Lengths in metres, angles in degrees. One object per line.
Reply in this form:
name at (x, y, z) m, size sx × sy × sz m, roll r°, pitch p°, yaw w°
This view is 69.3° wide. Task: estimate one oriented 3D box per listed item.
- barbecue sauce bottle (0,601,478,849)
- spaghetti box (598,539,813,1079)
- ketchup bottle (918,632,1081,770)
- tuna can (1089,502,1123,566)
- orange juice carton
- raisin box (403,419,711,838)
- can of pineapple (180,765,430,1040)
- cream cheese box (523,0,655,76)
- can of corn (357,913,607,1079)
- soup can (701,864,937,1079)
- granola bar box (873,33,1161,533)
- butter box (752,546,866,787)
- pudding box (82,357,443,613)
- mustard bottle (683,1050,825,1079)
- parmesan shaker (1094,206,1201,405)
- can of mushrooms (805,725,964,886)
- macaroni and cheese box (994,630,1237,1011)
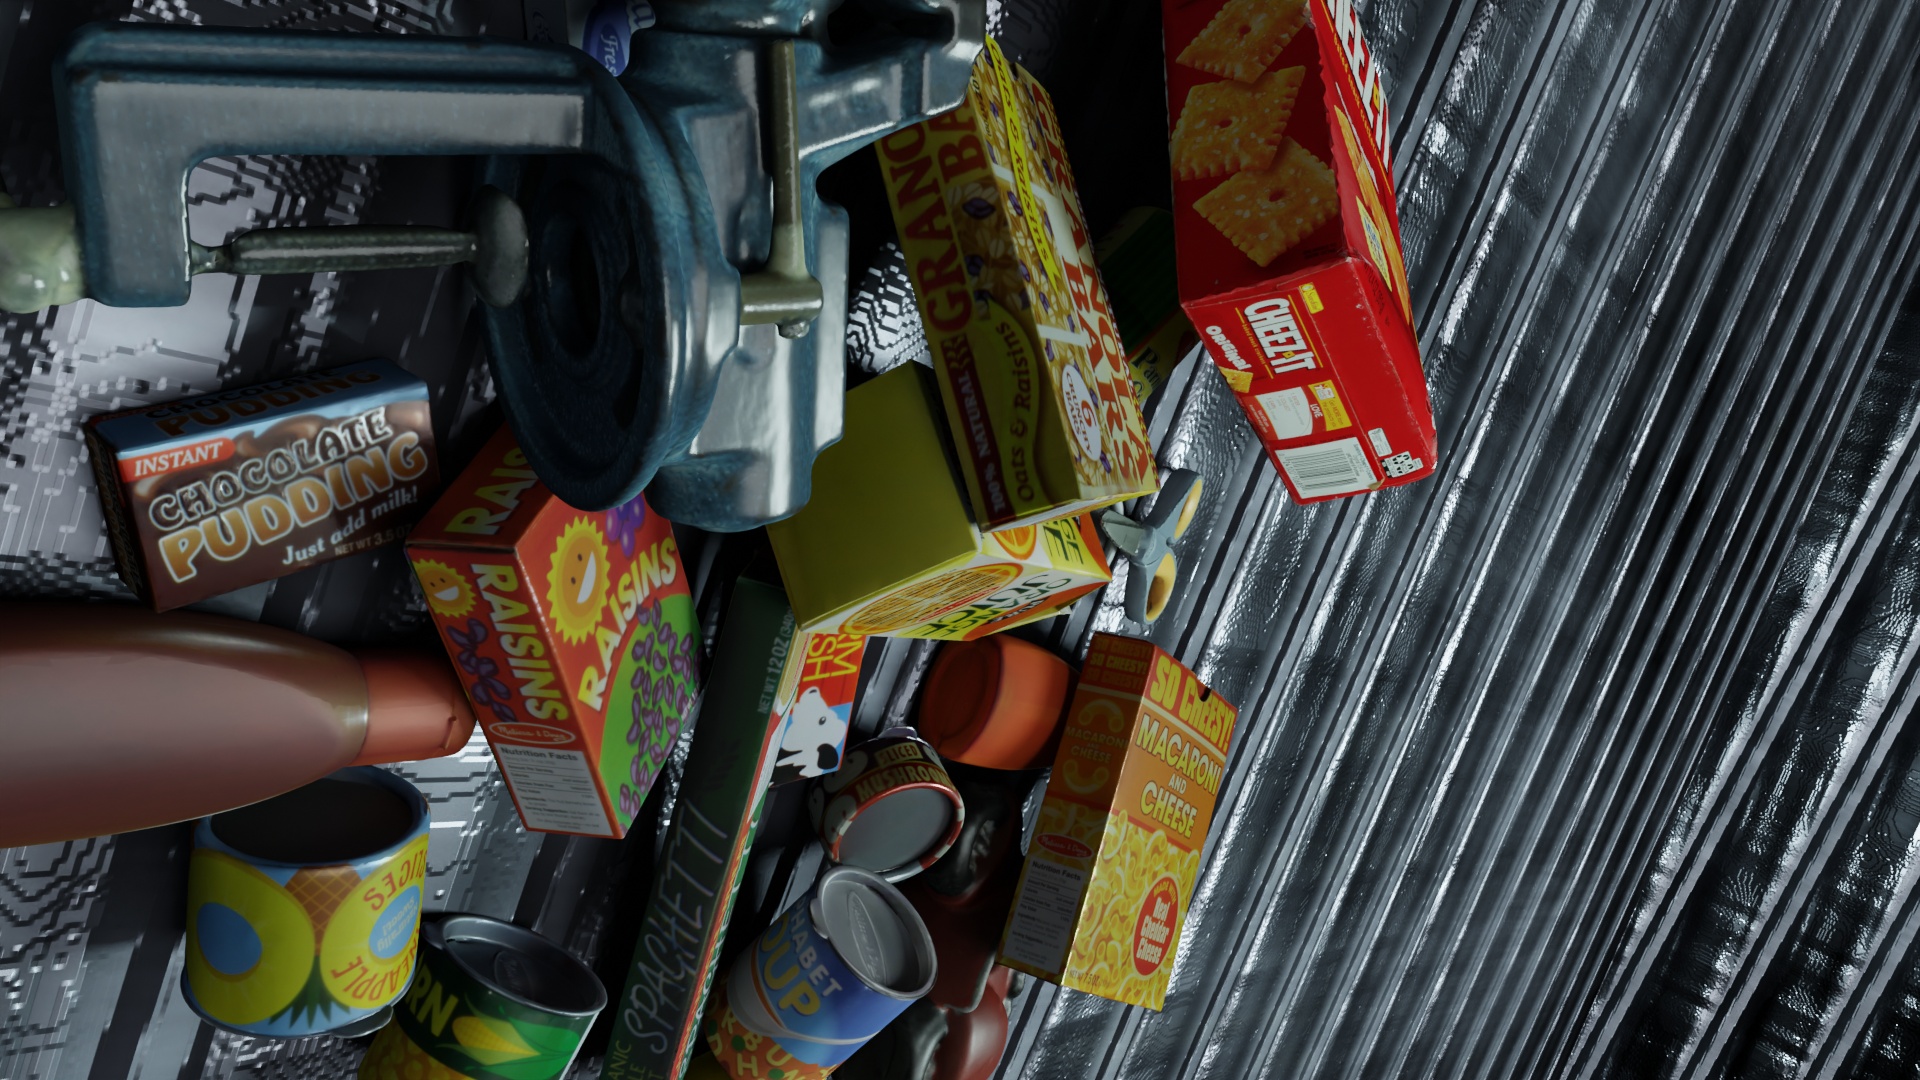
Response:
barbecue sauce bottle at (-0.212, 0.049, 0.394) m, size 0.149 × 0.044 × 0.064 m, roll 4°, pitch 115°, yaw -50°
spaghetti box at (-0.099, 0.121, 0.543) m, size 0.050 × 0.029 × 0.249 m, roll -68°, pitch 176°, yaw -73°
ketchup bottle at (0.041, 0.087, 0.705) m, size 0.149 × 0.043 × 0.064 m, roll 22°, pitch 89°, yaw -52°
tuna can at (0.045, -0.005, 0.668) m, size 0.071 × 0.033 × 0.070 m, roll -26°, pitch 128°, yaw -39°
orange juice carton at (0.002, -0.007, 0.545) m, size 0.193 × 0.073 × 0.072 m, roll 12°, pitch 56°, yaw -66°
raisin box at (-0.125, 0.023, 0.453) m, size 0.086 × 0.040 × 0.122 m, roll -69°, pitch 159°, yaw -49°
can of pineapple at (-0.197, 0.108, 0.423) m, size 0.071 × 0.071 × 0.057 m, roll -7°, pitch 115°, yaw -47°
cream cheese box at (-0.104, -0.144, 0.429) m, size 0.053 × 0.024 × 0.103 m, roll -24°, pitch 127°, yaw -41°
can of corn at (-0.171, 0.174, 0.492) m, size 0.071 × 0.071 × 0.058 m, roll 32°, pitch 85°, yaw -52°
soup can at (-0.064, 0.191, 0.602) m, size 0.083 × 0.071 × 0.071 m, roll -45°, pitch 146°, yaw 19°
granola bar box at (0.021, -0.090, 0.492) m, size 0.124 × 0.039 × 0.165 m, roll -9°, pitch 84°, yaw -70°
butter box at (-0.067, 0.051, 0.577) m, size 0.053 × 0.024 × 0.103 m, roll -6°, pitch 114°, yaw -47°
pudding box at (-0.192, -0.018, 0.391) m, size 0.084 × 0.030 × 0.049 m, roll -22°, pitch 125°, yaw -41°
mustard bottle at (-0.110, 0.262, 0.623) m, size 0.161 × 0.049 × 0.065 m, roll -24°, pitch 126°, yaw -41°
parmesan shaker at (0.064, -0.090, 0.619) m, size 0.103 × 0.071 × 0.071 m, roll -46°, pitch 138°, yaw -21°
can of mushrooms at (-0.033, 0.121, 0.628) m, size 0.071 × 0.033 × 0.070 m, roll -14°, pitch 130°, yaw -18°
macaroni and cheese box at (0.085, 0.145, 0.704) m, size 0.123 × 0.040 × 0.167 m, roll 37°, pitch 67°, yaw -52°
